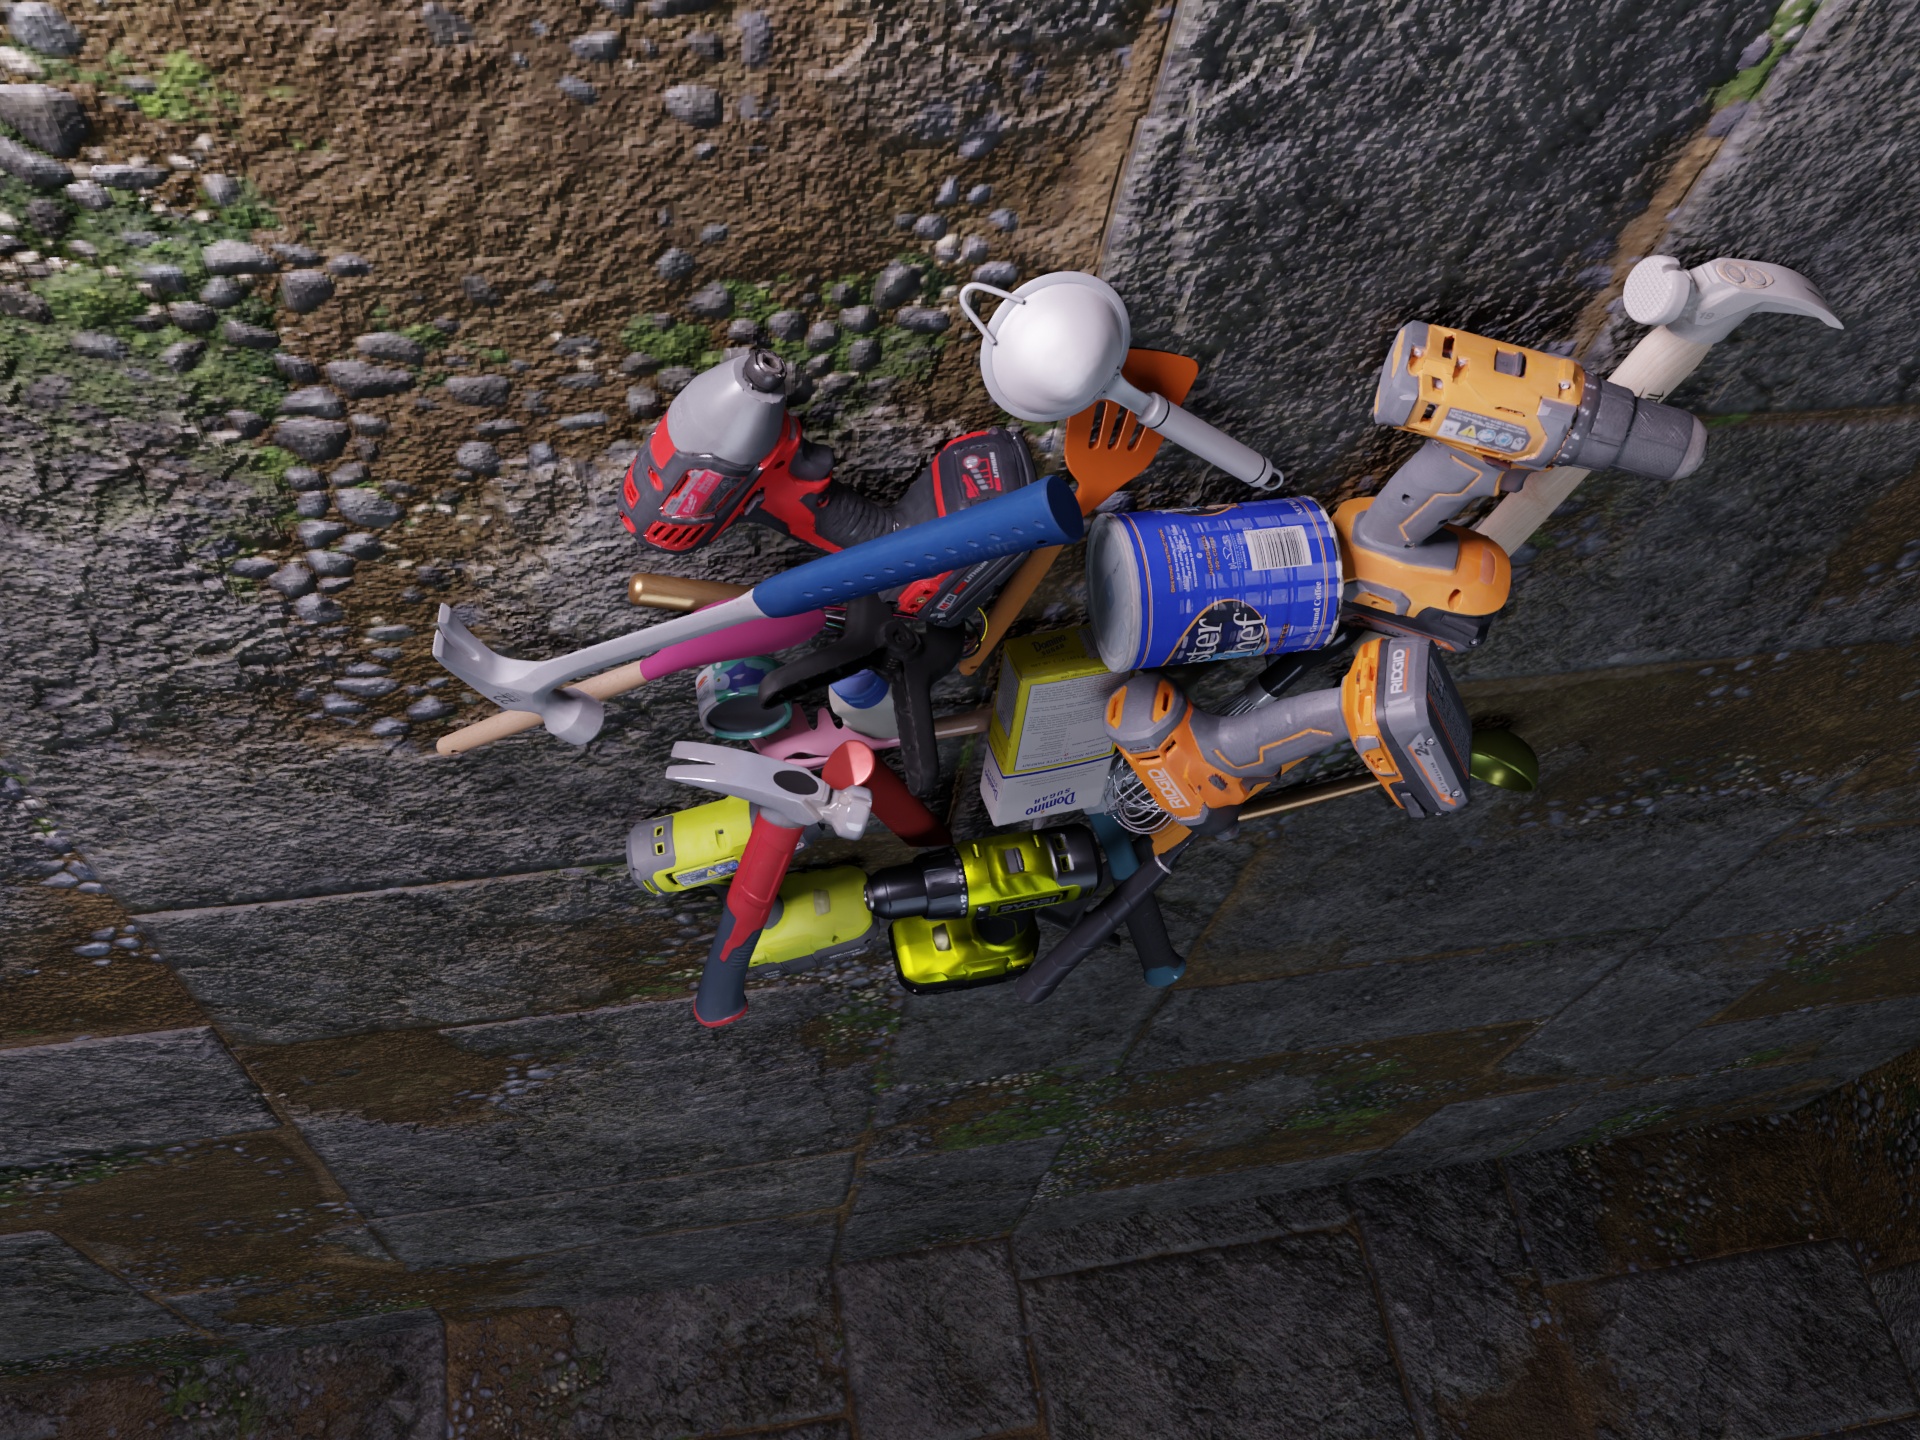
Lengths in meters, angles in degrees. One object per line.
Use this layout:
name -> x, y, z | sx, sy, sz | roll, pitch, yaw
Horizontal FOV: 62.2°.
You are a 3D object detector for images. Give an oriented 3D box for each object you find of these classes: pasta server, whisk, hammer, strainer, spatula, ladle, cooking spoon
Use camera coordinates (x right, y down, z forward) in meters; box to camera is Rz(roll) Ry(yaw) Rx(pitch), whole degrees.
pasta server -> -0.002, -0.004, 1.204 | 0.316, 0.040, 0.060 | -10, 151, -11
whisk -> -0.094, -0.068, 1.039 | 0.245, 0.051, 0.047 | 6, 152, -23
hammer -> 0.177, 0.110, 1.310 | 0.409, 0.036, 0.149 | -48, 166, 30
hammer -> 0.194, 0.103, 1.433 | 0.127, 0.034, 0.336 | 25, 134, -26
strainer -> 0.104, -0.178, 0.897 | 0.258, 0.050, 0.087 | 19, 118, -39
spatula -> 0.054, -0.119, 1.025 | 0.081, 0.041, 0.322 | -1, 153, -22
hammer -> 0.397, -0.150, 1.079 | 0.146, 0.038, 0.410 | -1, 149, -22
hammer -> -0.182, 0.143, 1.243 | 0.143, 0.038, 0.386 | 16, 143, -8
ladle -> 0.354, 0.070, 1.431 | 0.320, 0.062, 0.078 | -15, 157, 12
cooking spoon -> -0.227, -0.025, 1.053 | 0.319, 0.017, 0.068 | -18, 149, 25
hammer -> -0.123, -0.066, 0.905 | 0.405, 0.035, 0.143 | -15, 151, 28
hammer -> -0.026, 0.085, 1.295 | 0.149, 0.037, 0.358 | -16, 158, 8
whisk -> 0.205, -0.003, 1.196 | 0.070, 0.070, 0.284 | 13, 138, -37
hammer -> 0.153, 0.143, 1.430 | 0.128, 0.033, 0.330 | -10, 137, 13

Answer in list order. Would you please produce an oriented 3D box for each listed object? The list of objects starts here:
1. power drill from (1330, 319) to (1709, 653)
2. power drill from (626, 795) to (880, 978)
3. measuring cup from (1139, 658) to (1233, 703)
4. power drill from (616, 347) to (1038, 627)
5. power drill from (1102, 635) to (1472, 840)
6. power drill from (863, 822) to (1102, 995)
power drill -> 0.328, -0.136, 0.982 | 0.185, 0.084, 0.226 | 15, 148, 4
power drill -> -0.156, 0.132, 1.335 | 0.171, 0.080, 0.223 | -16, 147, 9
measuring cup -> 0.165, -0.046, 1.182 | 0.083, 0.038, 0.167 | -13, 160, -3
power drill -> -0.068, -0.134, 0.901 | 0.219, 0.079, 0.143 | 12, 143, -31
power drill -> 0.232, 0.024, 1.107 | 0.226, 0.084, 0.164 | -9, 139, 30
power drill -> 0.004, 0.162, 1.355 | 0.190, 0.080, 0.228 | -9, 156, -14
